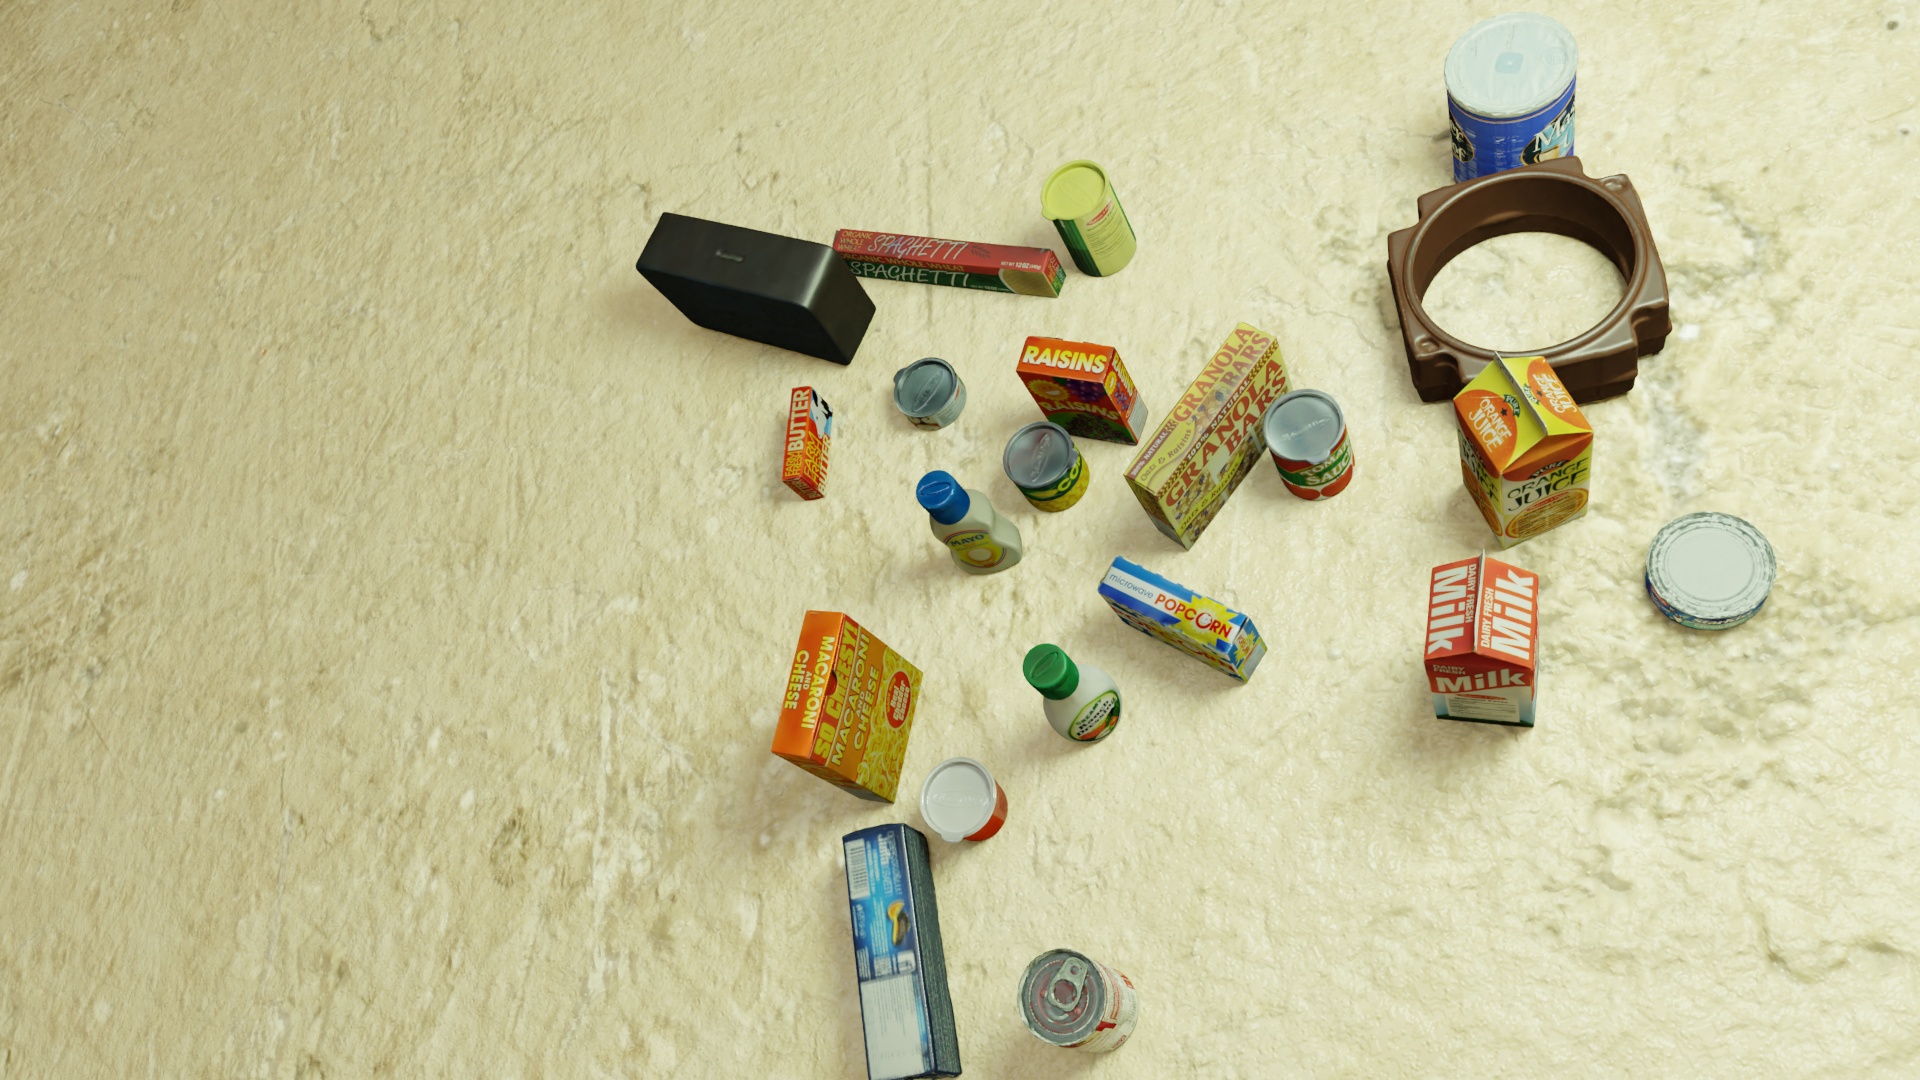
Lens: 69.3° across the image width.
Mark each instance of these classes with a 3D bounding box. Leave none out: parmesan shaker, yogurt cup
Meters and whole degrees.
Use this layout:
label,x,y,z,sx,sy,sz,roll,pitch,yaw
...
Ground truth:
label,x,y,z,sx,sy,sz,roll,pitch,yaw
parmesan shaker,0.122,-0.305,1.329,0.071,0.103,0.071,-9,65,19
yogurt cup,0.006,0.221,1.169,0.072,0.054,0.072,-9,65,19

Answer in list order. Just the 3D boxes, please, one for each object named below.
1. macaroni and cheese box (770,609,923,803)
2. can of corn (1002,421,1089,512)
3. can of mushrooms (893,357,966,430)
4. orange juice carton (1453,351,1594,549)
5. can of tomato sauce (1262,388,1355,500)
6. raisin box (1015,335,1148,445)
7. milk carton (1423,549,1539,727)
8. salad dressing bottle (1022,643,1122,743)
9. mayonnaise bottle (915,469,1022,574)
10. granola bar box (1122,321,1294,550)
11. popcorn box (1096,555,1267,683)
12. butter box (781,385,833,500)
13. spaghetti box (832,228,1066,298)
label,x,y,z,sx,sy,sz,roll,pitch,yaw
macaroni and cheese box,-0.091,0.143,1.178,0.040,0.166,0.124,3,69,24
can of corn,0.081,-0.066,1.264,0.071,0.058,0.071,-9,65,19
can of mushrooms,-0.031,-0.144,1.361,0.071,0.033,0.071,-9,64,19
orange juice carton,0.424,-0.070,1.046,0.073,0.192,0.072,-26,60,10
can of tomato sauce,0.295,-0.078,1.167,0.071,0.083,0.071,-9,65,19
raisin box,0.111,-0.134,1.245,0.086,0.123,0.040,12,73,27
milk carton,0.377,0.073,1.002,0.073,0.190,0.072,3,69,24
salad dressing bottle,0.089,0.123,1.124,0.064,0.147,0.044,-44,59,0
mayonnaise bottle,0.004,-0.015,1.221,0.064,0.147,0.041,-15,63,16
granola bar box,0.215,-0.087,1.180,0.039,0.124,0.165,35,84,31
popcorn box,0.183,0.065,1.148,0.127,0.085,0.038,26,80,30
butter box,-0.151,-0.096,1.377,0.024,0.053,0.104,-6,66,21
spaghetti box,-0.016,-0.282,1.407,0.250,0.050,0.029,12,73,26
